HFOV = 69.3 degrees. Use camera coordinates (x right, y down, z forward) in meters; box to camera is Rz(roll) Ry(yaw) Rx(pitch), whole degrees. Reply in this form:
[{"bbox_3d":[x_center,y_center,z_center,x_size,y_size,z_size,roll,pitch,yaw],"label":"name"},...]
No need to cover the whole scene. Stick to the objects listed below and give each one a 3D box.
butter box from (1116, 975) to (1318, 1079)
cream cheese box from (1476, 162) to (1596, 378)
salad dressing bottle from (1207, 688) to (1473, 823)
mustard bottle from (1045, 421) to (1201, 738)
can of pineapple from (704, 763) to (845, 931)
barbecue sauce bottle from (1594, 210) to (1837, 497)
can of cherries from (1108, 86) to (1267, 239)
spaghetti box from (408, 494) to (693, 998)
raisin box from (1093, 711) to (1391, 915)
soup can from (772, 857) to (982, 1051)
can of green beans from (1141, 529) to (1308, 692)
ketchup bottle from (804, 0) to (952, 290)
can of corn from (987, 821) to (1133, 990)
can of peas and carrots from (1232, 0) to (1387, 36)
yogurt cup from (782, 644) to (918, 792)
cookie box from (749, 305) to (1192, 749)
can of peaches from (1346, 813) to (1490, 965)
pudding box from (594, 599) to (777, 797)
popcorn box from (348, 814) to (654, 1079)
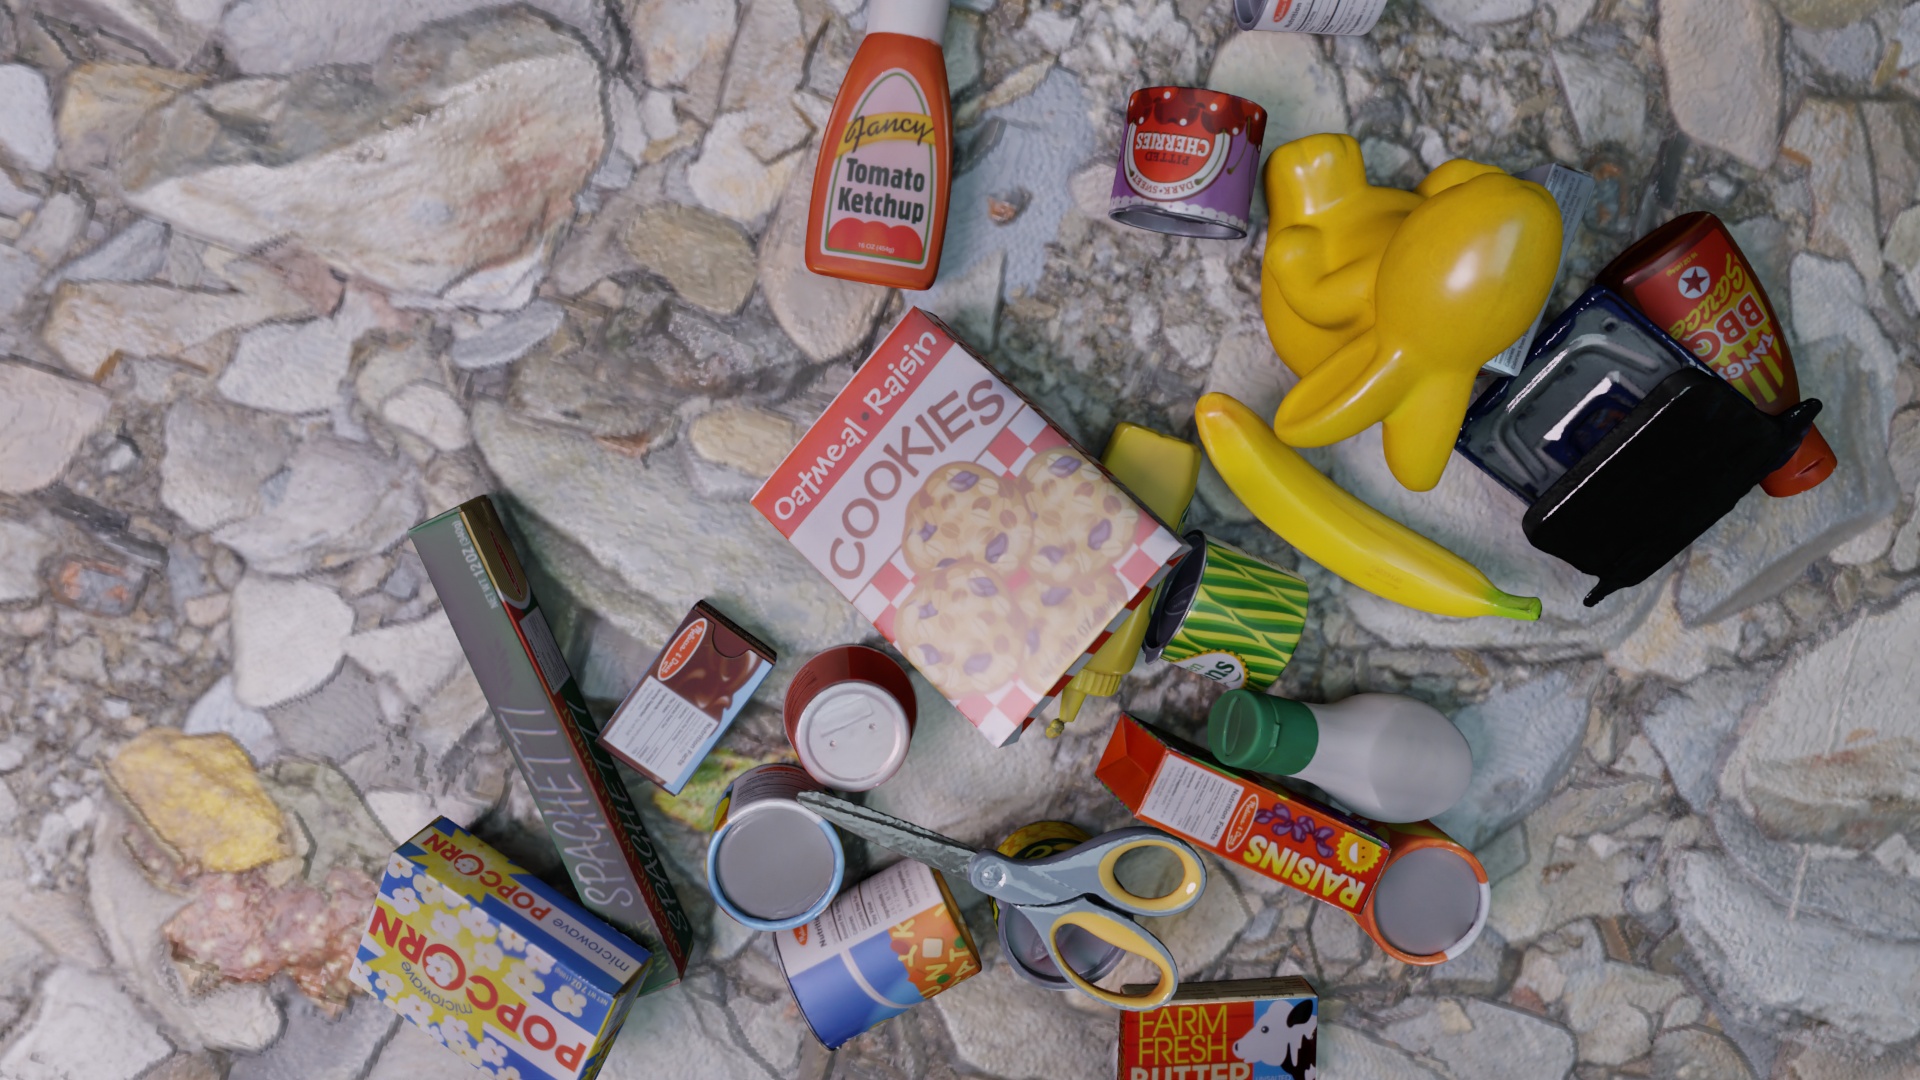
[{"bbox_3d":[0.134,0.260,0.729,0.103,0.024,0.053,-1,96,-6],"label":"butter box"},{"bbox_3d":[0.271,-0.131,0.682,0.024,0.053,0.103,19,94,-6],"label":"cream cheese box"},{"bbox_3d":[0.186,0.101,0.678,0.148,0.044,0.064,15,85,-31],"label":"salad dressing bottle"},{"bbox_3d":[0.073,0.023,0.677,0.049,0.065,0.160,18,100,7],"label":"mustard bottle"},{"bbox_3d":[-0.089,0.150,0.676,0.071,0.058,0.071,-1,97,-6],"label":"can of pineapple"},{"bbox_3d":[0.388,-0.090,0.704,0.065,0.044,0.148,-37,99,6],"label":"barbecue sauce bottle"},{"bbox_3d":[0.106,-0.176,0.651,0.071,0.071,0.058,9,96,-7],"label":"can of cherries"},{"bbox_3d":[-0.191,0.099,0.664,0.029,0.050,0.249,-22,99,-1],"label":"spaghetti box"},{"bbox_3d":[0.136,0.132,0.683,0.123,0.086,0.040,25,89,-8],"label":"raisin box"},{"bbox_3d":[-0.039,0.203,0.684,0.084,0.071,0.071,-27,99,-2],"label":"soup can"},{"bbox_3d":[0.129,0.036,0.681,0.058,0.071,0.071,23,94,-8],"label":"can of green beans"},{"bbox_3d":[-0.032,-0.195,0.649,0.065,0.043,0.148,8,95,-6],"label":"ketchup bottle"},{"bbox_3d":[0.046,0.179,0.693,0.071,0.058,0.071,-1,97,-6],"label":"can of corn"},{"bbox_3d":[0.164,-0.274,0.650,0.059,0.071,0.071,1,97,-6],"label":"can of peas and carrots"},{"bbox_3d":[-0.053,0.089,0.675,0.072,0.054,0.072,-1,96,-6],"label":"yogurt cup"},{"bbox_3d":[0.002,-0.008,0.639,0.168,0.040,0.123,44,99,15],"label":"cookie box"},{"bbox_3d":[0.226,0.175,0.711,0.071,0.058,0.071,-1,97,-6],"label":"can of peaches"},{"bbox_3d":[-0.132,0.076,0.677,0.049,0.030,0.083,36,92,-8],"label":"pudding box"},{"bbox_3d":[-0.216,0.200,0.651,0.127,0.038,0.085,31,114,8],"label":"popcorn box"}]
